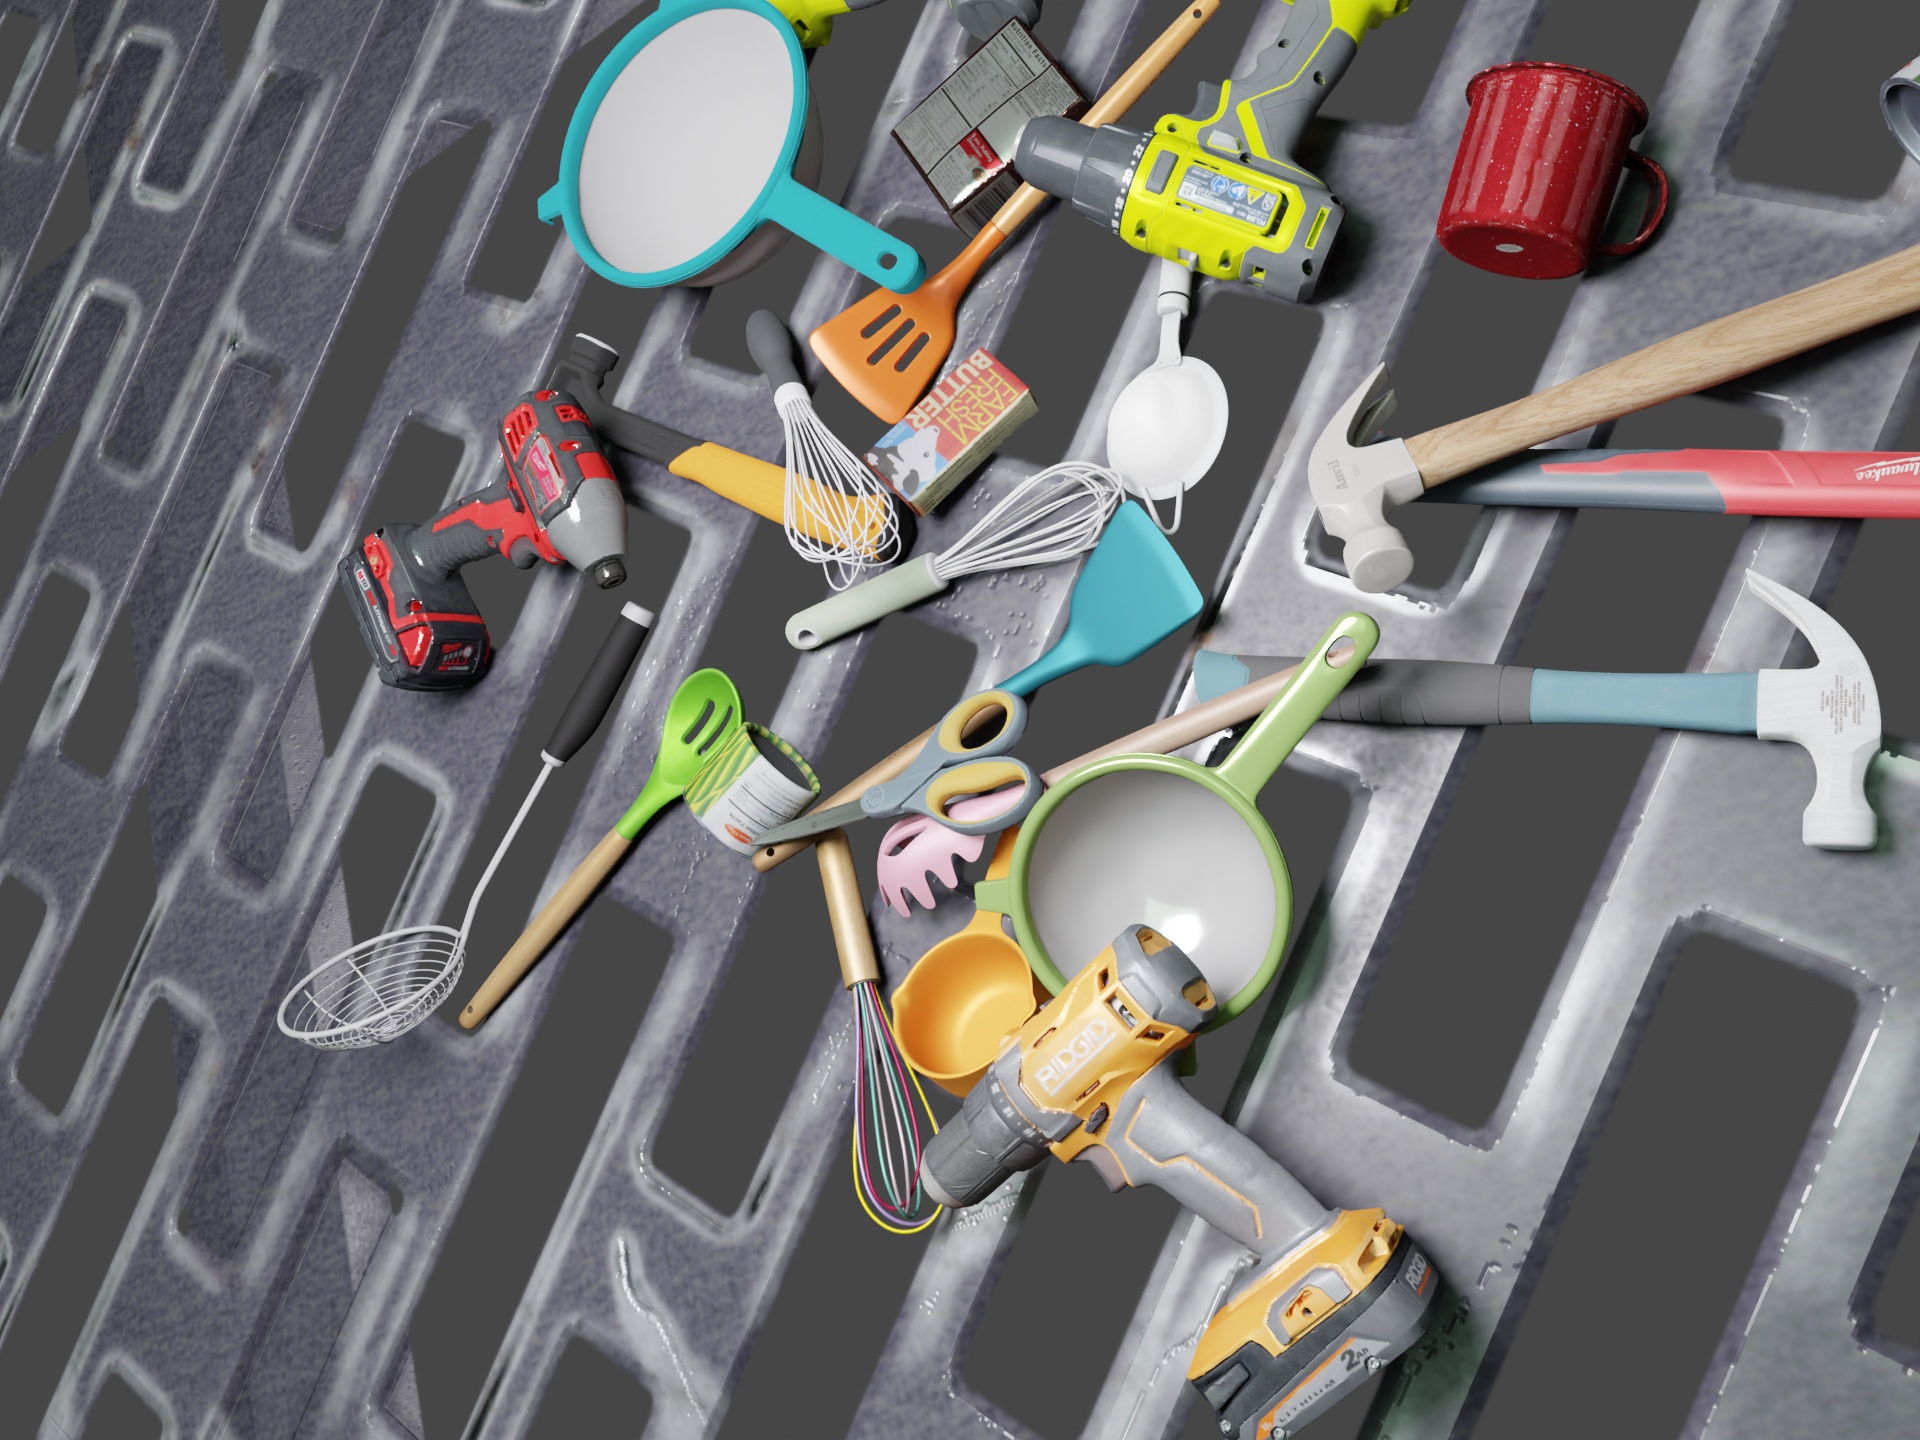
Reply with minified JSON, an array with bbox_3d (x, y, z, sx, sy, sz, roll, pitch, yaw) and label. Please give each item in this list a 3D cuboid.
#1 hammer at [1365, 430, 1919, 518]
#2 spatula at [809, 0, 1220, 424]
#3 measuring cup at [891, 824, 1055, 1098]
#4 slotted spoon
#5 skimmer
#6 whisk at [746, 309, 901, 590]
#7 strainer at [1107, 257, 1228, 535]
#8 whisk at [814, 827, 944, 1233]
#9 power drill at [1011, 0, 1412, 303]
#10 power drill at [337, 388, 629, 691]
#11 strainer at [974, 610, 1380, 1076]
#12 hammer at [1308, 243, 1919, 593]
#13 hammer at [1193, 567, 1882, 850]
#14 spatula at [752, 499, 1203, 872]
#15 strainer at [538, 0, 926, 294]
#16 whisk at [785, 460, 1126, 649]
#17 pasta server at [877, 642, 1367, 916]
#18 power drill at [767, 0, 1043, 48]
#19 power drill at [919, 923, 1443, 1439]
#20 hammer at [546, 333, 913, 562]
[{"bbox_3d":[0.353,-0.103,0.757,0.386,0.038,0.143,7,54,33],"label":"hammer"},{"bbox_3d":[0.040,-0.325,0.992,0.081,0.041,0.322,45,106,-4],"label":"spatula"},{"bbox_3d":[0.025,0.132,0.902,0.095,0.052,0.174,-3,53,35],"label":"measuring cup"},{"bbox_3d":[-0.241,0.093,1.065,0.313,0.031,0.070,-49,60,12],"label":"slotted spoon"},{"bbox_3d":[-0.333,0.066,1.084,0.363,0.090,0.127,-60,28,1],"label":"skimmer"},{"bbox_3d":[-0.099,-0.183,1.009,0.070,0.070,0.285,-38,45,16],"label":"whisk"},{"bbox_3d":[0.123,-0.238,0.940,0.087,0.050,0.258,-5,72,43],"label":"strainer"},{"bbox_3d":[-0.056,0.177,0.934,0.047,0.051,0.245,-28,63,26],"label":"whisk"},{"bbox_3d":[0.152,-0.371,0.907,0.190,0.080,0.228,23,88,9],"label":"power drill"},{"bbox_3d":[-0.322,-0.114,1.107,0.219,0.078,0.143,-33,77,25],"label":"power drill"},{"bbox_3d":[0.135,0.047,0.830,0.151,0.069,0.256,40,106,14],"label":"strainer"},{"bbox_3d":[0.332,-0.167,0.776,0.331,0.031,0.130,-20,45,11],"label":"hammer"},{"bbox_3d":[0.275,-0.011,0.803,0.331,0.033,0.128,3,80,29],"label":"hammer"},{"bbox_3d":[-0.001,-0.003,0.937,0.317,0.044,0.082,-35,68,11],"label":"spatula"},{"bbox_3d":[-0.126,-0.350,1.069,0.341,0.095,0.211,38,99,30],"label":"strainer"},{"bbox_3d":[-0.008,-0.096,0.976,0.246,0.057,0.059,-22,34,26],"label":"whisk"},{"bbox_3d":[0.077,0.030,0.878,0.316,0.040,0.060,-25,36,24],"label":"pasta server"},{"bbox_3d":[-0.041,-0.543,1.085,0.223,0.080,0.171,4,79,26],"label":"power drill"},{"bbox_3d":[0.097,0.241,0.785,0.185,0.084,0.226,-46,74,19],"label":"power drill"},{"bbox_3d":[-0.172,-0.166,1.085,0.337,0.034,0.127,24,89,31],"label":"hammer"}]
